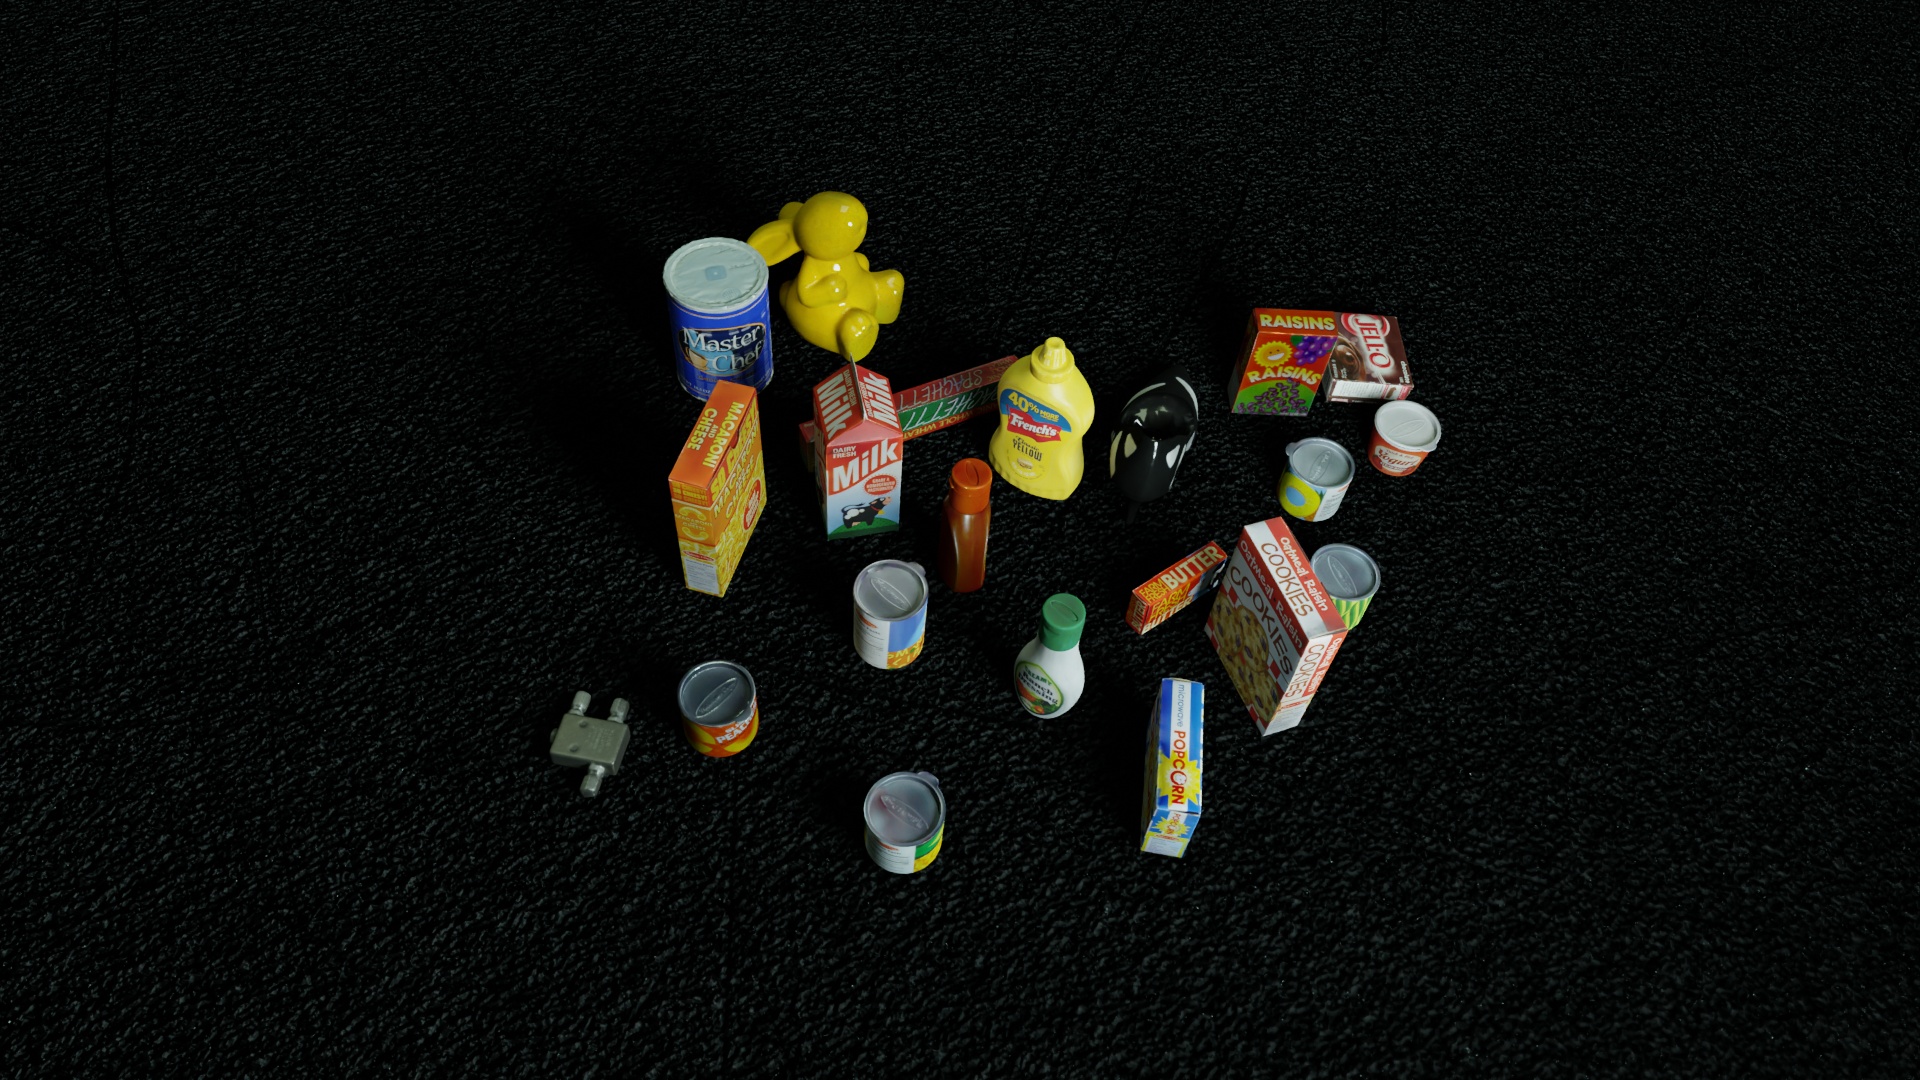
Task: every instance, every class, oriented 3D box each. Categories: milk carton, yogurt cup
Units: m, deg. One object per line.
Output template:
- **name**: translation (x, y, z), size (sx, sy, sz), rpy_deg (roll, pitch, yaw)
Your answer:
- **milk carton**: translation (-0.097, -0.086, 1.301), size (0.073, 0.189, 0.072), rpy_deg (-9, 55, -11)
- **yogurt cup**: translation (0.458, -0.104, 1.446), size (0.072, 0.053, 0.073), rpy_deg (2, 53, -3)

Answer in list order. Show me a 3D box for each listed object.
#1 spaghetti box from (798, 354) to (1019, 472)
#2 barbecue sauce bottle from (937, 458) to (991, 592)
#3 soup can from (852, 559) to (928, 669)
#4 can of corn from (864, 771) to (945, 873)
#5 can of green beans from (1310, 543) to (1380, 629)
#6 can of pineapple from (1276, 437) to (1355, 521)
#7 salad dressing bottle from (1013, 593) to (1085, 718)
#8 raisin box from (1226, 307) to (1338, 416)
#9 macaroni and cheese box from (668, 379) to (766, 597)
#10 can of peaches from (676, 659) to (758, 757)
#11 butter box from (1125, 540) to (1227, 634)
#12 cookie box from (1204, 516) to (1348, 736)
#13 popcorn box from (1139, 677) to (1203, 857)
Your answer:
- **spaghetti box**: translation (-0.046, -0.131, 1.426), size (0.251, 0.050, 0.029), rpy_deg (-20, 58, -19)
- **barbecue sauce bottle**: translation (0.005, -0.016, 1.284), size (0.044, 0.147, 0.065), rpy_deg (-9, 55, -11)
- **soup can**: translation (-0.062, 0.066, 1.257), size (0.071, 0.083, 0.072), rpy_deg (2, 54, -3)
- **can of corn**: translation (-0.045, 0.233, 1.151), size (0.071, 0.058, 0.071), rpy_deg (2, 53, -3)
- **can of green beans**: translation (0.359, 0.046, 1.324), size (0.071, 0.057, 0.071), rpy_deg (2, 53, -3)
- **can of pineapple**: translation (0.357, -0.063, 1.404), size (0.071, 0.057, 0.071), rpy_deg (2, 53, -3)
- **salad dressing bottle**: translation (0.081, 0.100, 1.205), size (0.064, 0.146, 0.044), rpy_deg (36, 59, 20)
- **raisin box**: translation (0.336, -0.186, 1.453), size (0.086, 0.122, 0.040), rpy_deg (3, 54, -3)
- **macaroni and cheese box**: translation (-0.219, -0.046, 1.276), size (0.040, 0.165, 0.124), rpy_deg (14, 54, 6)
- **can of peaches**: translation (-0.207, 0.147, 1.201), size (0.071, 0.057, 0.071), rpy_deg (2, 53, -3)
- **butter box**: translation (0.204, 0.045, 1.314), size (0.104, 0.052, 0.024), rpy_deg (-30, 61, -24)
- **cookie box**: translation (0.275, 0.077, 1.226), size (0.040, 0.166, 0.123), rpy_deg (-14, 56, -14)
- **popcorn box**: translation (0.181, 0.193, 1.183), size (0.038, 0.084, 0.127), rpy_deg (8, 53, 1)
